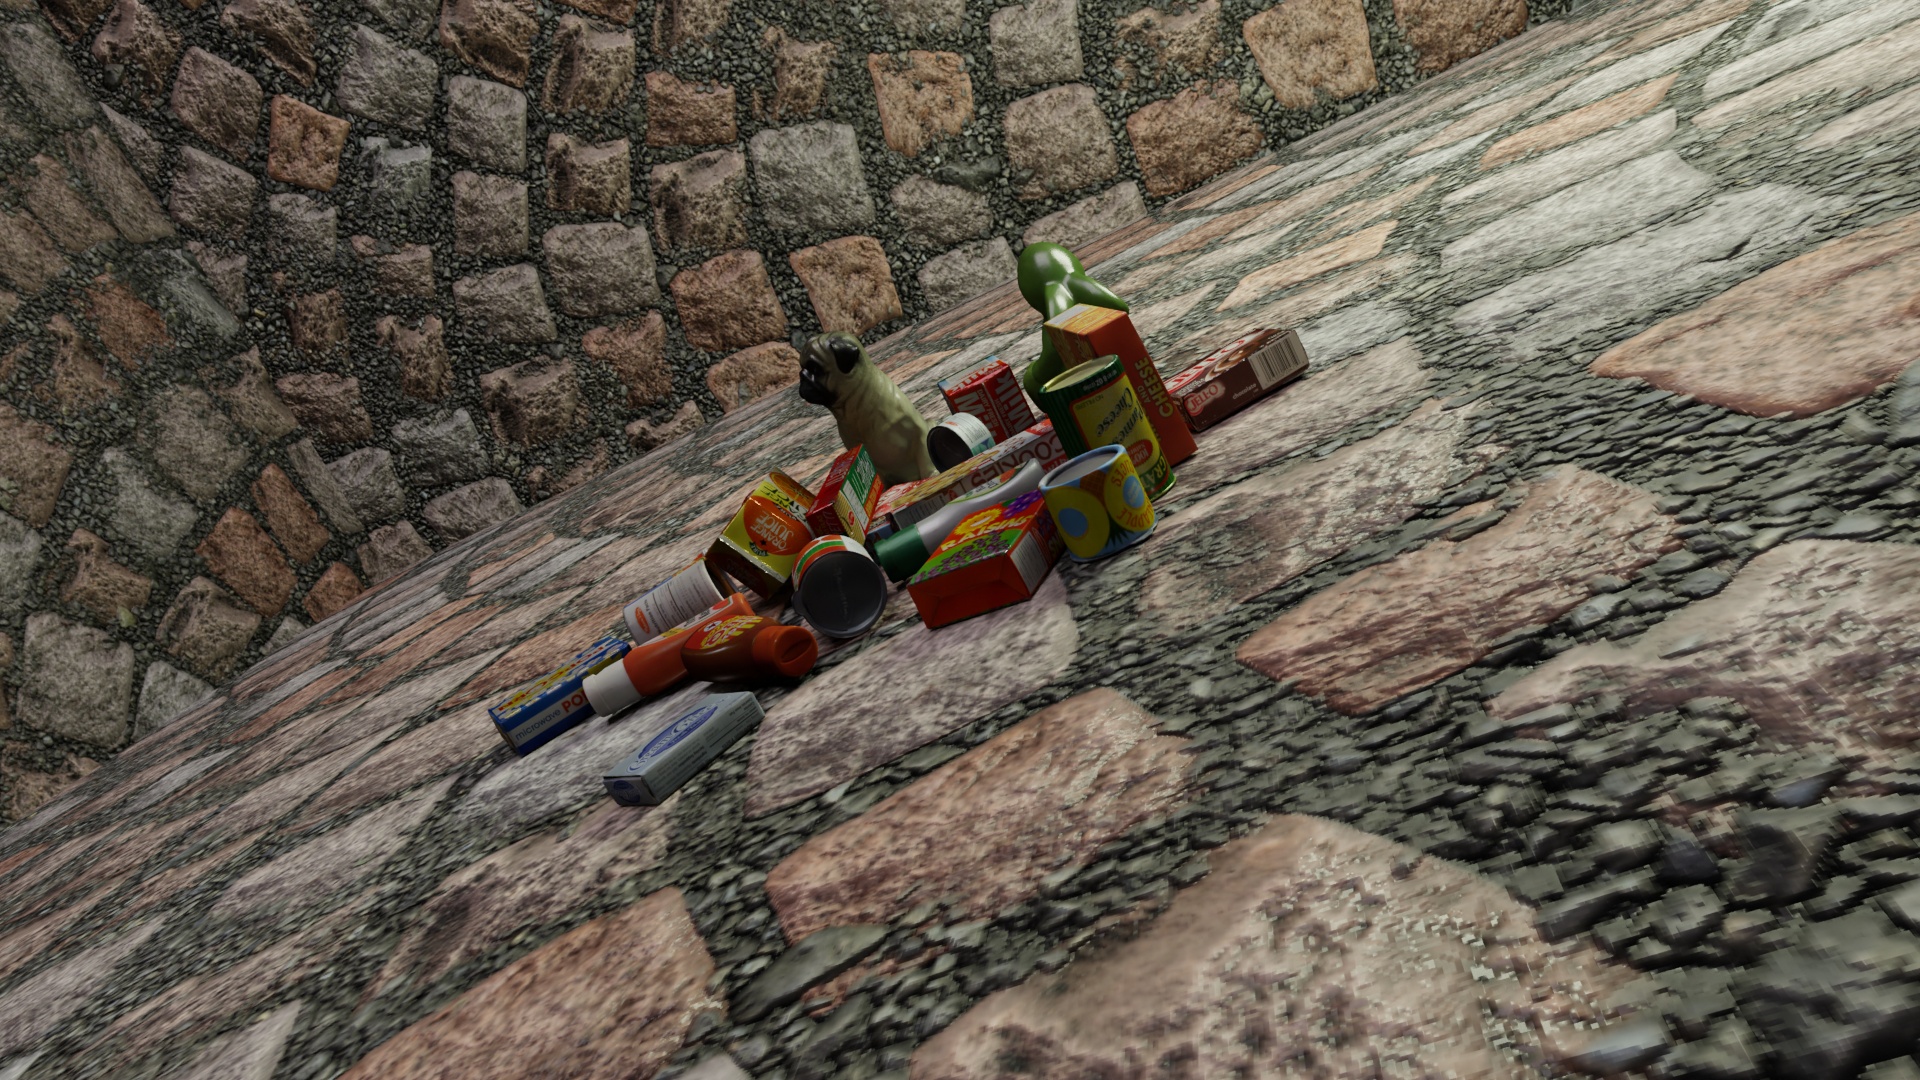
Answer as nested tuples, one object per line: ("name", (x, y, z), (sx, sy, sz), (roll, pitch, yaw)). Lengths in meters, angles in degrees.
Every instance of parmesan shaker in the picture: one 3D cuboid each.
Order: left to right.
("parmesan shaker", (0.105, -0.075, 1.017), (0.071, 0.103, 0.071), (-26, 14, 7))

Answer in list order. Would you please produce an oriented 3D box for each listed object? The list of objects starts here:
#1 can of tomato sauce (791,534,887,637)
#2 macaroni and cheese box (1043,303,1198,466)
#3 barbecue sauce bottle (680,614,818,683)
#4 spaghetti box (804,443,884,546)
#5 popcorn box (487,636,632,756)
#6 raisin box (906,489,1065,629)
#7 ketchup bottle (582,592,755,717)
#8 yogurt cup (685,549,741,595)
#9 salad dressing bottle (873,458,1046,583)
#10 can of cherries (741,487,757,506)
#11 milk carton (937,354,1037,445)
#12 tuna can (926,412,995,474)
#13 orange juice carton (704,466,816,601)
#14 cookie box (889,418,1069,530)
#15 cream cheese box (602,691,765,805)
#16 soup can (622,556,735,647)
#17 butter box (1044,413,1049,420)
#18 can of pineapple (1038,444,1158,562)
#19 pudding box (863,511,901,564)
("can of tomato sauce", (-0.096, 0.034, 1.068), (0.071, 0.071, 0.083), (-28, 13, -5))
("macaroni and cheese box", (0.126, -0.126, 1.123), (0.040, 0.123, 0.167), (-30, 13, 0))
("barbecue sauce bottle", (-0.157, 0.083, 1.052), (0.065, 0.043, 0.148), (-34, 16, -30))
("spaghetti box", (-0.099, -0.036, 1.235), (0.028, 0.050, 0.251), (-25, 13, 8))
("popcorn box", (-0.348, 0.136, 1.227), (0.127, 0.038, 0.085), (-33, 13, -22))
("raisin box", (0.026, 0.010, 0.989), (0.086, 0.040, 0.124), (-20, 16, 29))
("ketchup bottle", (-0.238, 0.097, 1.153), (0.149, 0.043, 0.065), (-29, 5, -5))
("yogurt cup", (-0.237, 0.050, 1.285), (0.054, 0.072, 0.072), (-37, 14, -5))
("salad dressing bottle", (0.004, -0.014, 1.105), (0.148, 0.044, 0.064), (-27, 5, 0))
("can of cherries", (-0.203, -0.026, 1.487), (0.071, 0.071, 0.058), (-30, 13, -11))
("milk carton", (0.029, -0.145, 1.488), (0.073, 0.072, 0.191), (-27, 12, 0))
("tuna can", (0.002, -0.086, 1.337), (0.033, 0.071, 0.071), (-35, 15, -33))
("orange juice carton", (-0.180, -0.005, 1.295), (0.073, 0.072, 0.193), (-52, 7, 11))
("cookie box", (0.023, -0.050, 1.198), (0.167, 0.040, 0.123), (-27, 8, -1))
("cream cheese box", (-0.186, 0.139, 0.938), (0.053, 0.024, 0.104), (-12, 20, 47))
("soup can", (-0.242, 0.064, 1.220), (0.084, 0.071, 0.071), (-33, 13, 2))
("butter box", (0.131, -0.128, 1.330), (0.053, 0.024, 0.103), (-34, 15, -28))
("can of pineapple", (0.095, -0.026, 0.950), (0.071, 0.057, 0.071), (-25, 13, 7))
("pudding box", (-0.092, 0.010, 1.229), (0.084, 0.030, 0.050), (-26, 14, 4))
